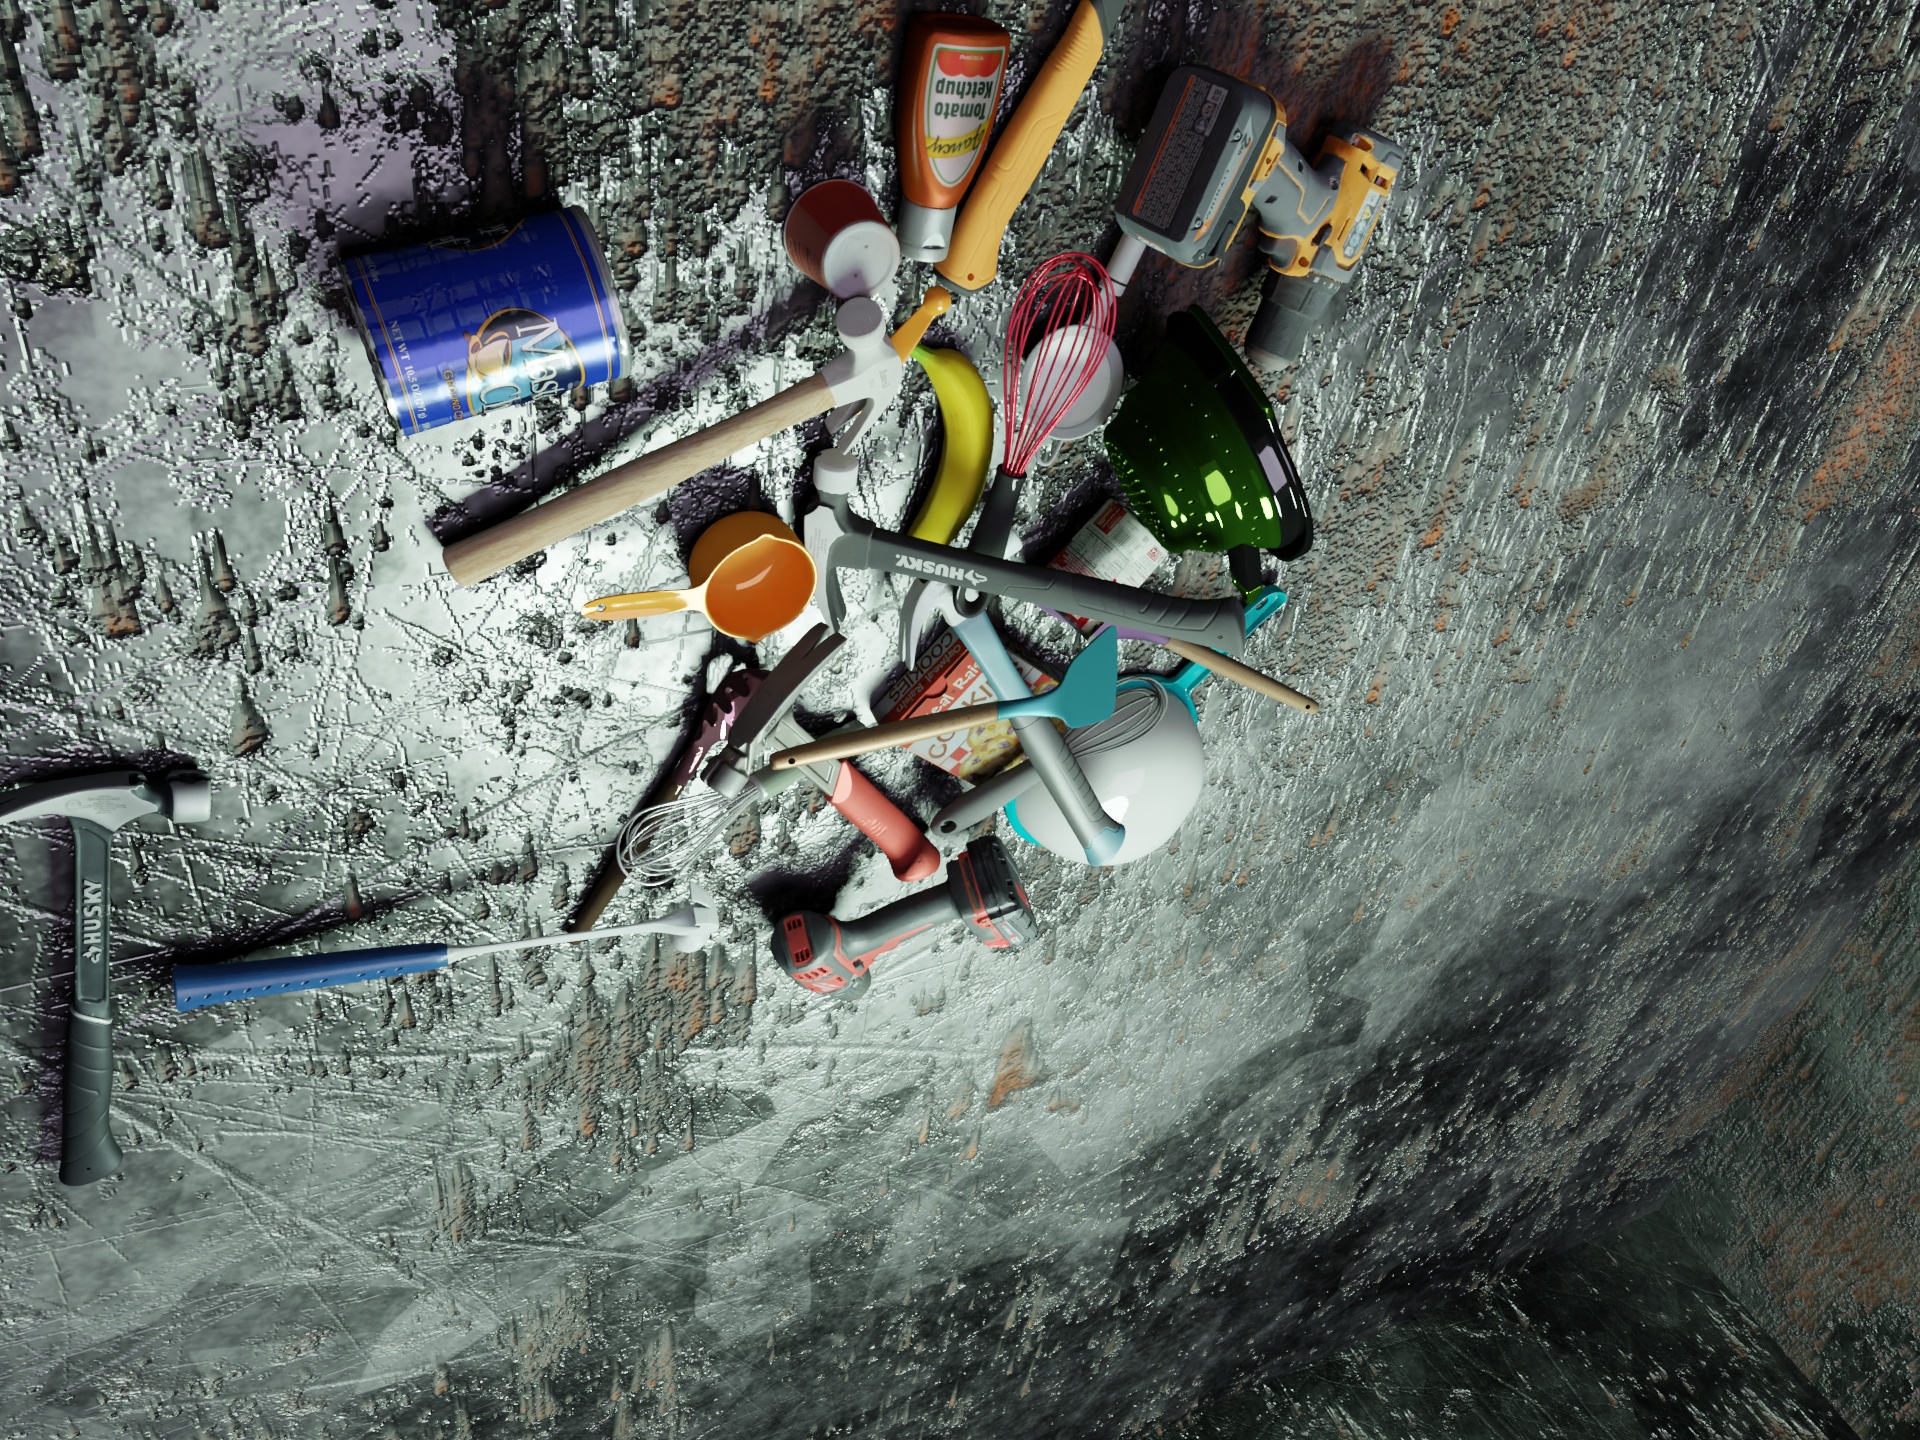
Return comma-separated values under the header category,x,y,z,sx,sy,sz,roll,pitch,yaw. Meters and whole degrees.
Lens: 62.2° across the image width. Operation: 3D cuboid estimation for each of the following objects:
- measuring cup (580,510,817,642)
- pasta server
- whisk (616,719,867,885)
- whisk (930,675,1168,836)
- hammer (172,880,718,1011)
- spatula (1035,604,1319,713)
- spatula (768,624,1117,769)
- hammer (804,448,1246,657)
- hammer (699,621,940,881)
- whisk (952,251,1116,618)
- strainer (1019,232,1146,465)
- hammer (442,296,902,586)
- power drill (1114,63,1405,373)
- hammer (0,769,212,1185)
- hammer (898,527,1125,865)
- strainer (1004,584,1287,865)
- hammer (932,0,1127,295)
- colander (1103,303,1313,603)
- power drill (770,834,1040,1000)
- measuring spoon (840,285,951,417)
category,x,y,z,sx,sy,sz,roll,pitch,yaw
measuring cup,-0.192,-0.103,1.144,0.173,0.052,0.095,-10,133,-23
pasta server,-0.237,0.073,1.287,0.316,0.040,0.060,-53,154,21
whisk,-0.170,0.059,1.276,0.246,0.058,0.059,-30,104,-32
whisk,0.075,0.033,1.391,0.239,0.055,0.055,-32,139,3
hammer,-0.388,0.178,1.238,0.405,0.035,0.144,-6,164,-19
spatula,0.202,-0.066,1.409,0.315,0.018,0.059,23,109,-27
spatula,-0.002,-0.004,1.239,0.317,0.044,0.082,-12,117,-24
hammer,0.047,-0.097,1.172,0.335,0.035,0.146,14,130,4
hammer,-0.085,0.053,1.320,0.149,0.037,0.358,-52,151,-7
whisk,0.044,-0.197,1.149,0.073,0.073,0.295,-4,130,-31
strainer,0.107,-0.309,1.157,0.086,0.050,0.258,14,114,-31
hammer,-0.191,-0.173,1.071,0.331,0.031,0.130,-26,162,-1
power drill,0.210,-0.350,1.133,0.226,0.084,0.185,-1,122,-46
hammer,-0.632,0.199,1.146,0.149,0.036,0.408,-1,129,-31
hammer,0.057,-0.004,1.319,0.128,0.033,0.330,-34,121,-3
strainer,0.196,0.021,1.480,0.340,0.095,0.210,-46,137,14
hammer,0.069,-0.430,1.023,0.127,0.034,0.336,10,122,-40
colander,0.187,-0.165,1.261,0.094,0.205,0.396,-30,157,1
power drill,-0.047,0.196,1.460,0.226,0.080,0.187,-20,156,5
measuring spoon,-0.047,-0.256,1.112,0.021,0.011,0.117,40,113,-8
